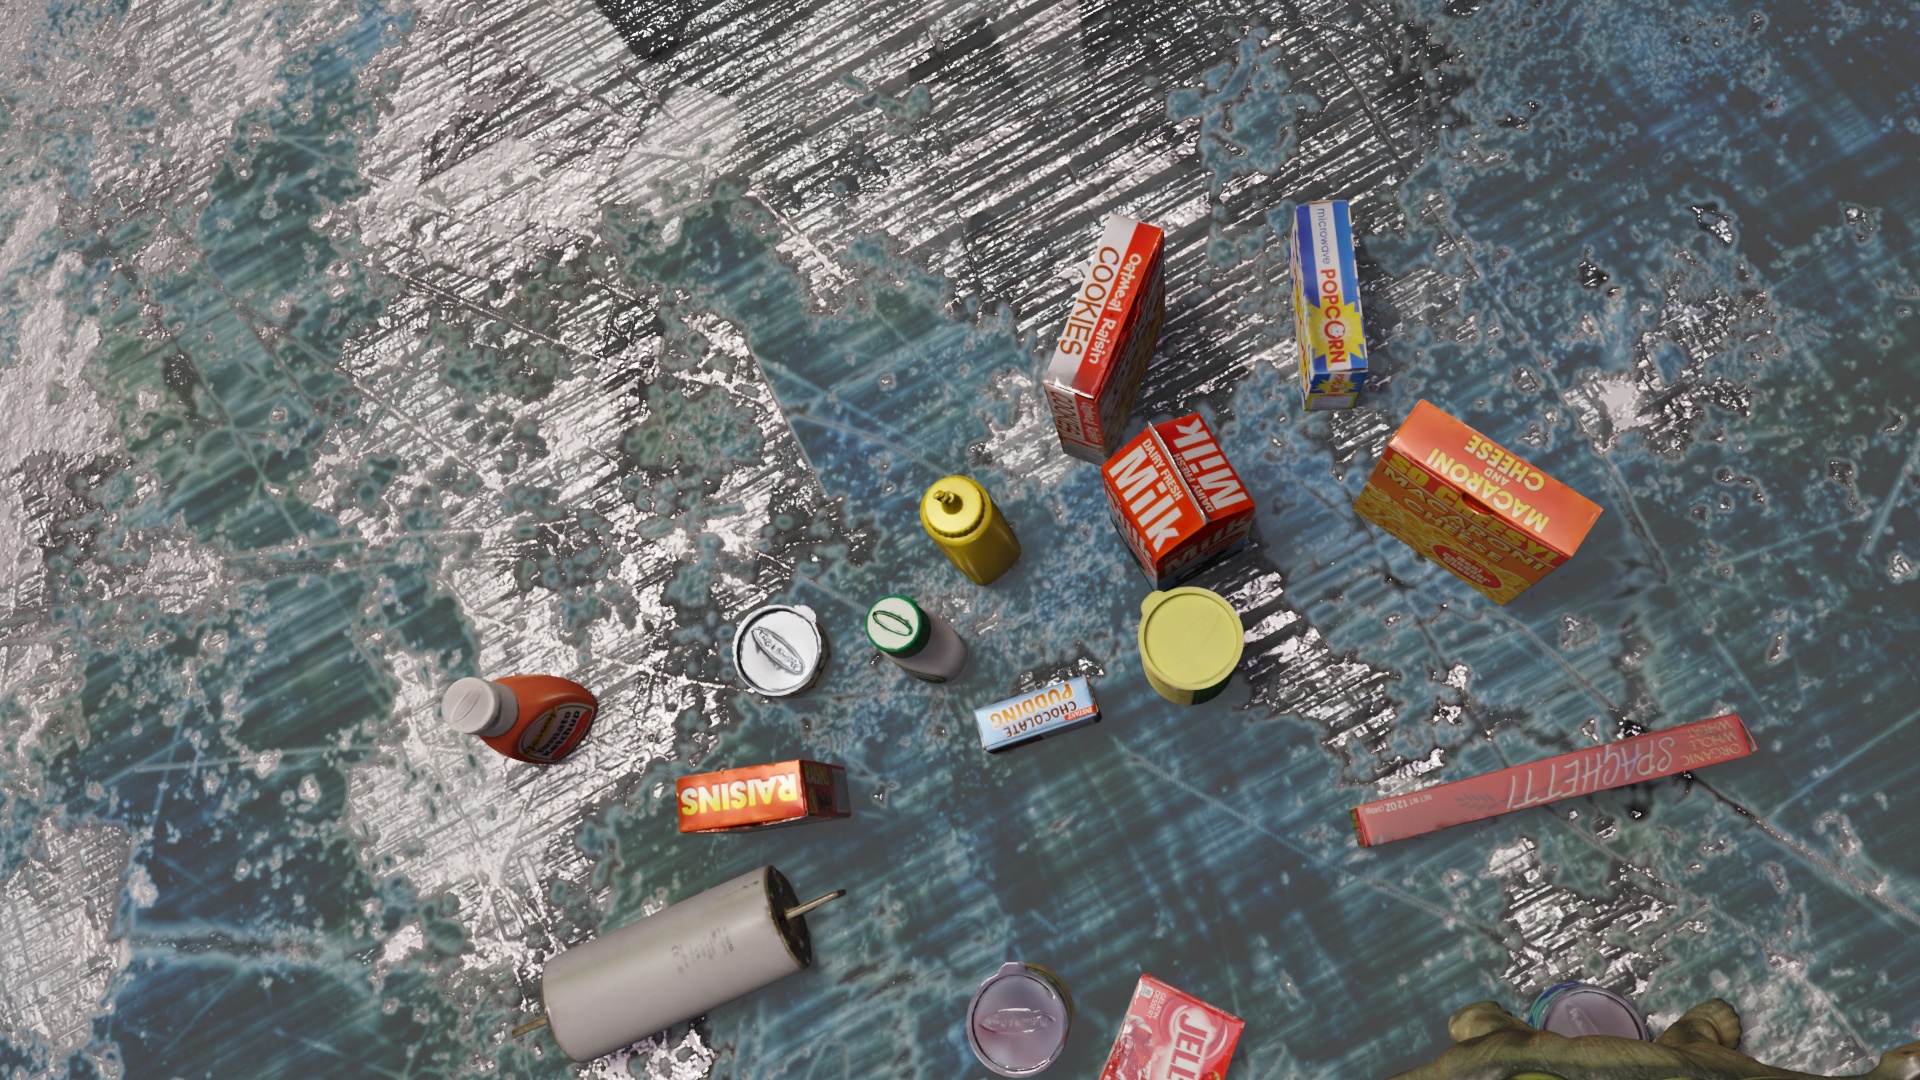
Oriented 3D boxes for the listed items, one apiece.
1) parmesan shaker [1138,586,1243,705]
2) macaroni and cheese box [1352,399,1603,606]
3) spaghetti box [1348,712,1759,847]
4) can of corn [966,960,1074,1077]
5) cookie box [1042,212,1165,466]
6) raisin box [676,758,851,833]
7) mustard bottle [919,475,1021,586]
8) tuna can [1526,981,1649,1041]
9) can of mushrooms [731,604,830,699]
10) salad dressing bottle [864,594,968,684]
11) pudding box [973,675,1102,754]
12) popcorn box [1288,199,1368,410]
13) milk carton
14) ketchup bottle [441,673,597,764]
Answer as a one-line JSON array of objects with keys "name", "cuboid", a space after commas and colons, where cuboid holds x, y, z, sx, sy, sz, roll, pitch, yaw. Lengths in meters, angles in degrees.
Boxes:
[{"name": "parmesan shaker", "cuboid": [0.152, 0.070, 0.931, 0.071, 0.103, 0.071, -2, 77, 8]}, {"name": "macaroni and cheese box", "cuboid": [0.324, -0.019, 0.893, 0.124, 0.166, 0.040, 35, 85, 14]}, {"name": "spaghetti box", "cuboid": [0.380, 0.157, 0.904, 0.250, 0.050, 0.029, -15, 76, 5]}, {"name": "can of corn", "cuboid": [0.040, 0.312, 0.915, 0.071, 0.058, 0.071, -2, 77, 8]}, {"name": "cookie box", "cuboid": [0.103, -0.131, 0.951, 0.040, 0.167, 0.123, 20, 81, 12]}, {"name": "raisin box", "cuboid": [-0.131, 0.175, 0.939, 0.086, 0.123, 0.040, -9, 77, 7]}, {"name": "mustard bottle", "cuboid": [0.003, -0.012, 0.942, 0.049, 0.160, 0.065, -42, 75, -2]}, {"name": "tuna can", "cuboid": [0.392, 0.314, 0.876, 0.071, 0.032, 0.071, -2, 77, 8]}, {"name": "can of mushrooms", "cuboid": [-0.127, 0.079, 1.006, 0.071, 0.033, 0.071, -2, 77, 8]}, {"name": "salad dressing bottle", "cuboid": [-0.032, 0.066, 0.936, 0.064, 0.147, 0.044, 26, 83, 13]}, {"name": "pudding box", "cuboid": [0.054, 0.122, 0.961, 0.084, 0.049, 0.030, -18, 76, 4]}, {"name": "popcorn box", "cuboid": [0.257, -0.164, 0.978, 0.038, 0.085, 0.127, -4, 77, 8]}, {"name": "milk carton", "cuboid": [0.142, -0.023, 0.908, 0.073, 0.190, 0.072, -29, 75, 2]}, {"name": "ketchup bottle", "cuboid": [-0.307, 0.121, 0.964, 0.043, 0.148, 0.065, 35, 85, 14]}]
